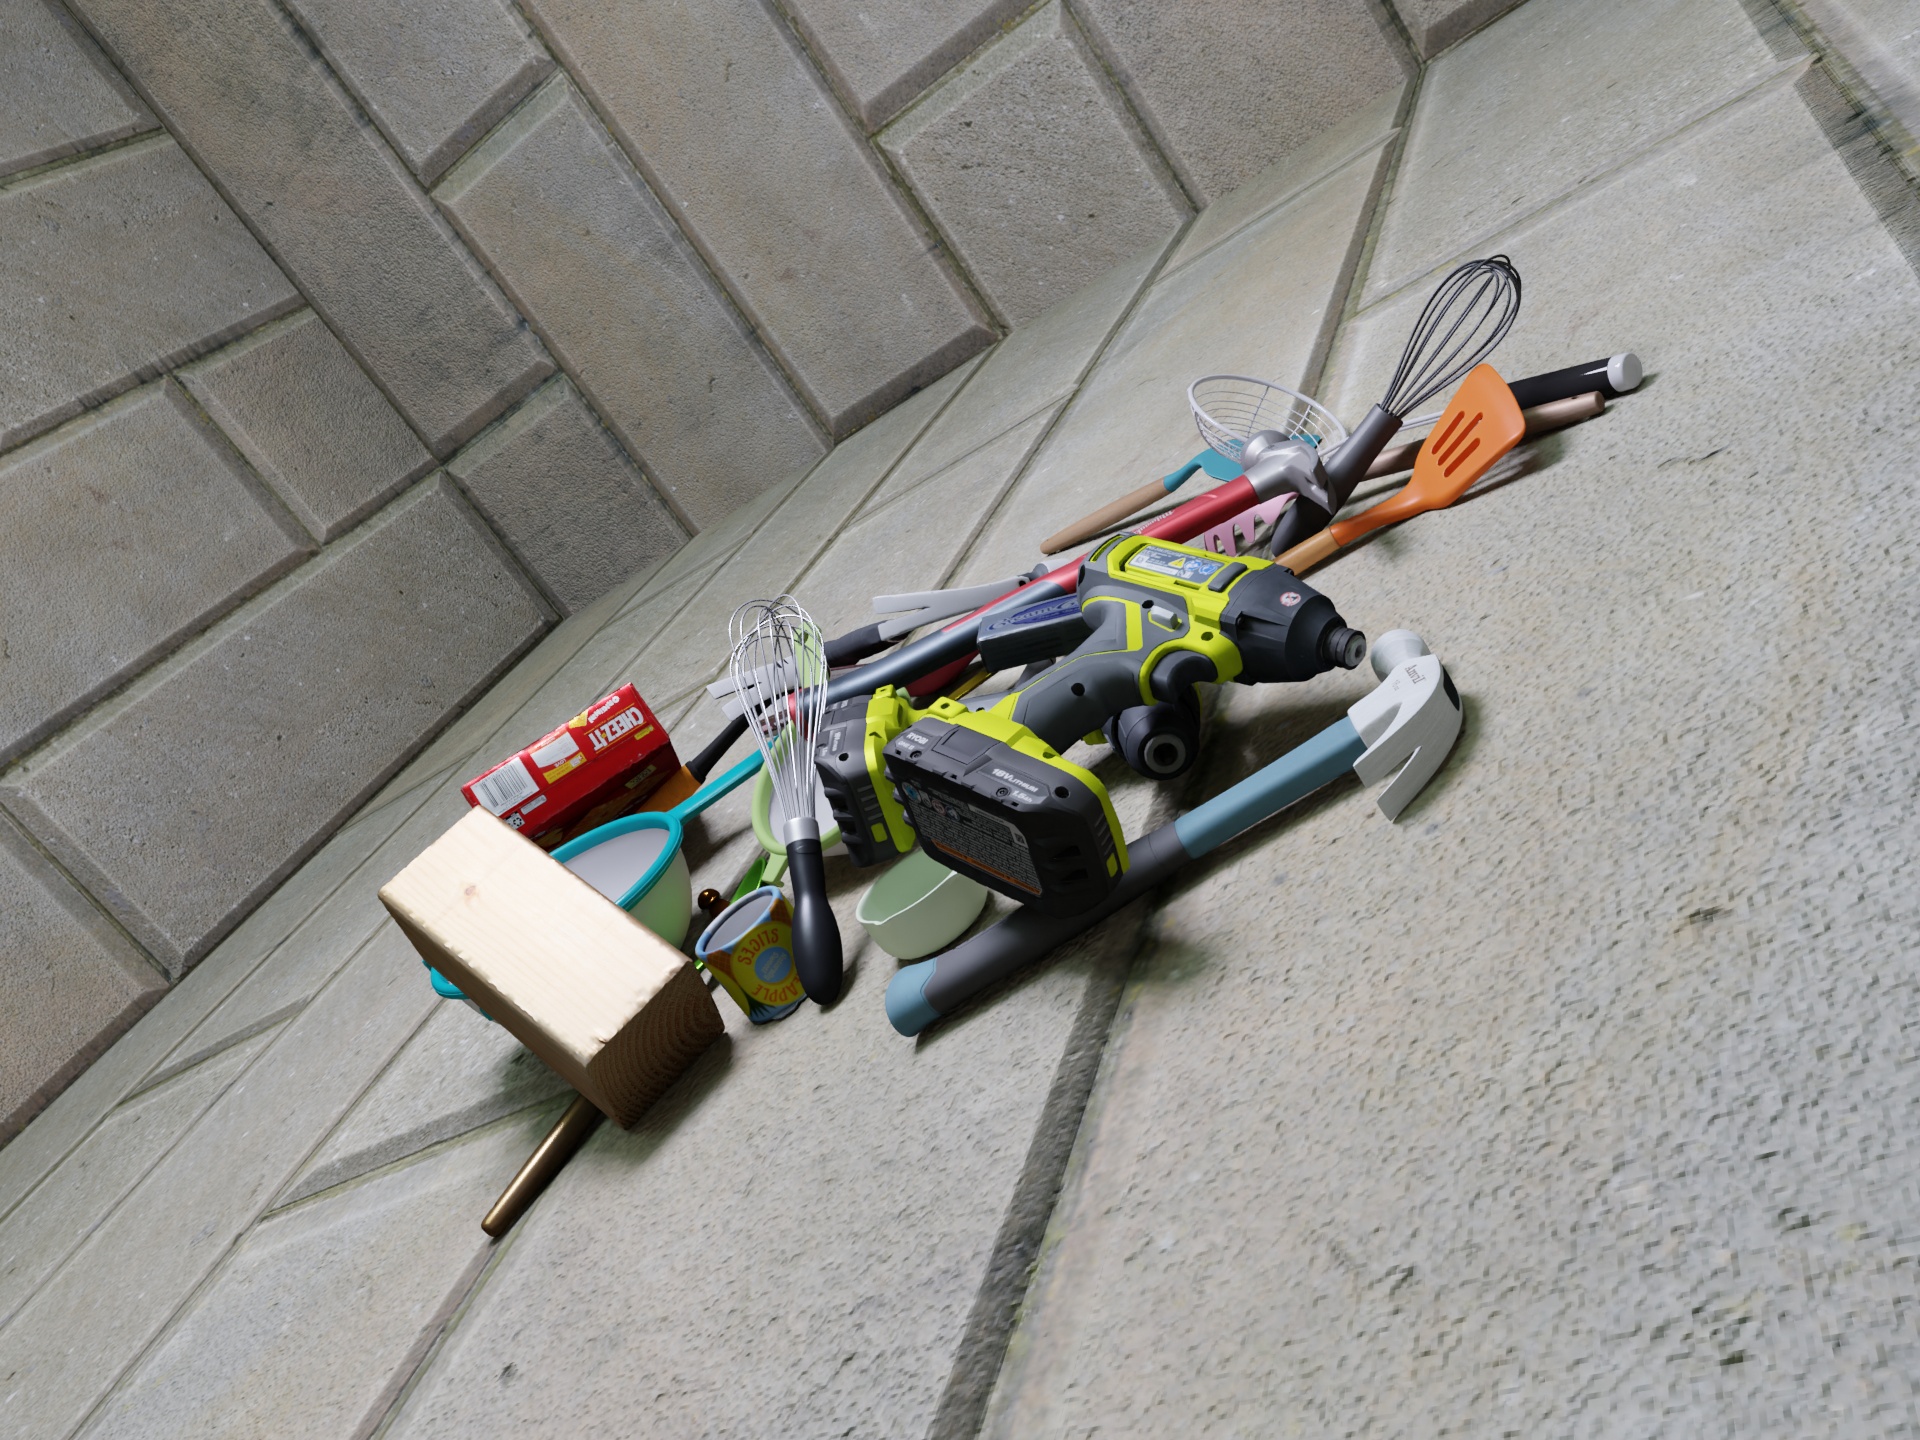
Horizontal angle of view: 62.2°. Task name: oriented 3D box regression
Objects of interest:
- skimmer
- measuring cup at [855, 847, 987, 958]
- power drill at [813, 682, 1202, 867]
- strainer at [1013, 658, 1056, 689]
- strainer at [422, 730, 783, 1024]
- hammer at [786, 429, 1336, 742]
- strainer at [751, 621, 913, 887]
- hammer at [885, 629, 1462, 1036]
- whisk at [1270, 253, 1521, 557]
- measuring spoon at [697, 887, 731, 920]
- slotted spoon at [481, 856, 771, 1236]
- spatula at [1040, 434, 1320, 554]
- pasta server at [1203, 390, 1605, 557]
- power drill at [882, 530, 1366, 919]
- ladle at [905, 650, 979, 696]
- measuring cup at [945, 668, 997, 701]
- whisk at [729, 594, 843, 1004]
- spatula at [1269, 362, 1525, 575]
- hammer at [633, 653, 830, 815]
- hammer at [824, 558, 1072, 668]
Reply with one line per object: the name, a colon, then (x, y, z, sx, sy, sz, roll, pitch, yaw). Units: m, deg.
skimmer: (0.306, -0.236, 1.114, 0.127, 0.090, 0.363, -10, 3, -32)
measuring cup: (0.015, 0.094, 0.903, 0.167, 0.038, 0.083, -20, 21, 35)
power drill: (0.034, 0.011, 0.953, 0.228, 0.080, 0.191, -17, 18, 6)
strainer: (0.064, -0.051, 1.194, 0.087, 0.050, 0.259, -43, 12, 42)
strainer: (-0.232, 0.130, 1.212, 0.340, 0.095, 0.211, -37, 20, -24)
hammer: (0.060, -0.080, 1.051, 0.386, 0.038, 0.143, -27, 18, 6)
strainer: (-0.084, 0.014, 1.178, 0.151, 0.069, 0.257, -39, 35, 16)
hammer: (0.102, 0.067, 0.805, 0.331, 0.033, 0.128, -33, 16, 14)
whisk: (0.281, -0.200, 1.044, 0.239, 0.055, 0.055, -54, 9, 24)
measuring spoon: (-0.181, 0.142, 1.205, 0.021, 0.011, 0.117, -41, 18, -14)
slotted spoon: (-0.210, 0.210, 1.055, 0.314, 0.031, 0.070, -53, 7, -37)
spatula: (0.170, -0.187, 1.375, 0.082, 0.044, 0.317, -48, 16, -32)
pasta server: (0.287, -0.167, 1.084, 0.316, 0.040, 0.060, -11, 30, 47)
power drill: (0.085, -0.008, 0.815, 0.171, 0.080, 0.223, 21, 53, 43)
ladle: (0.074, -0.097, 1.313, 0.315, 0.031, 0.069, -30, 2, 13)
measuring cup: (-0.002, -0.004, 1.219, 0.156, 0.029, 0.062, -38, 16, -13)
whisk: (-0.105, 0.043, 1.005, 0.070, 0.070, 0.285, -27, 58, 29)
spatula: (0.219, -0.113, 1.041, 0.322, 0.041, 0.081, -32, 39, 22)
hammer: (-0.242, 0.061, 1.350, 0.336, 0.034, 0.127, -44, -11, 34)
hammer: (-0.052, -0.073, 1.300, 0.149, 0.036, 0.409, -12, 0, -21)
